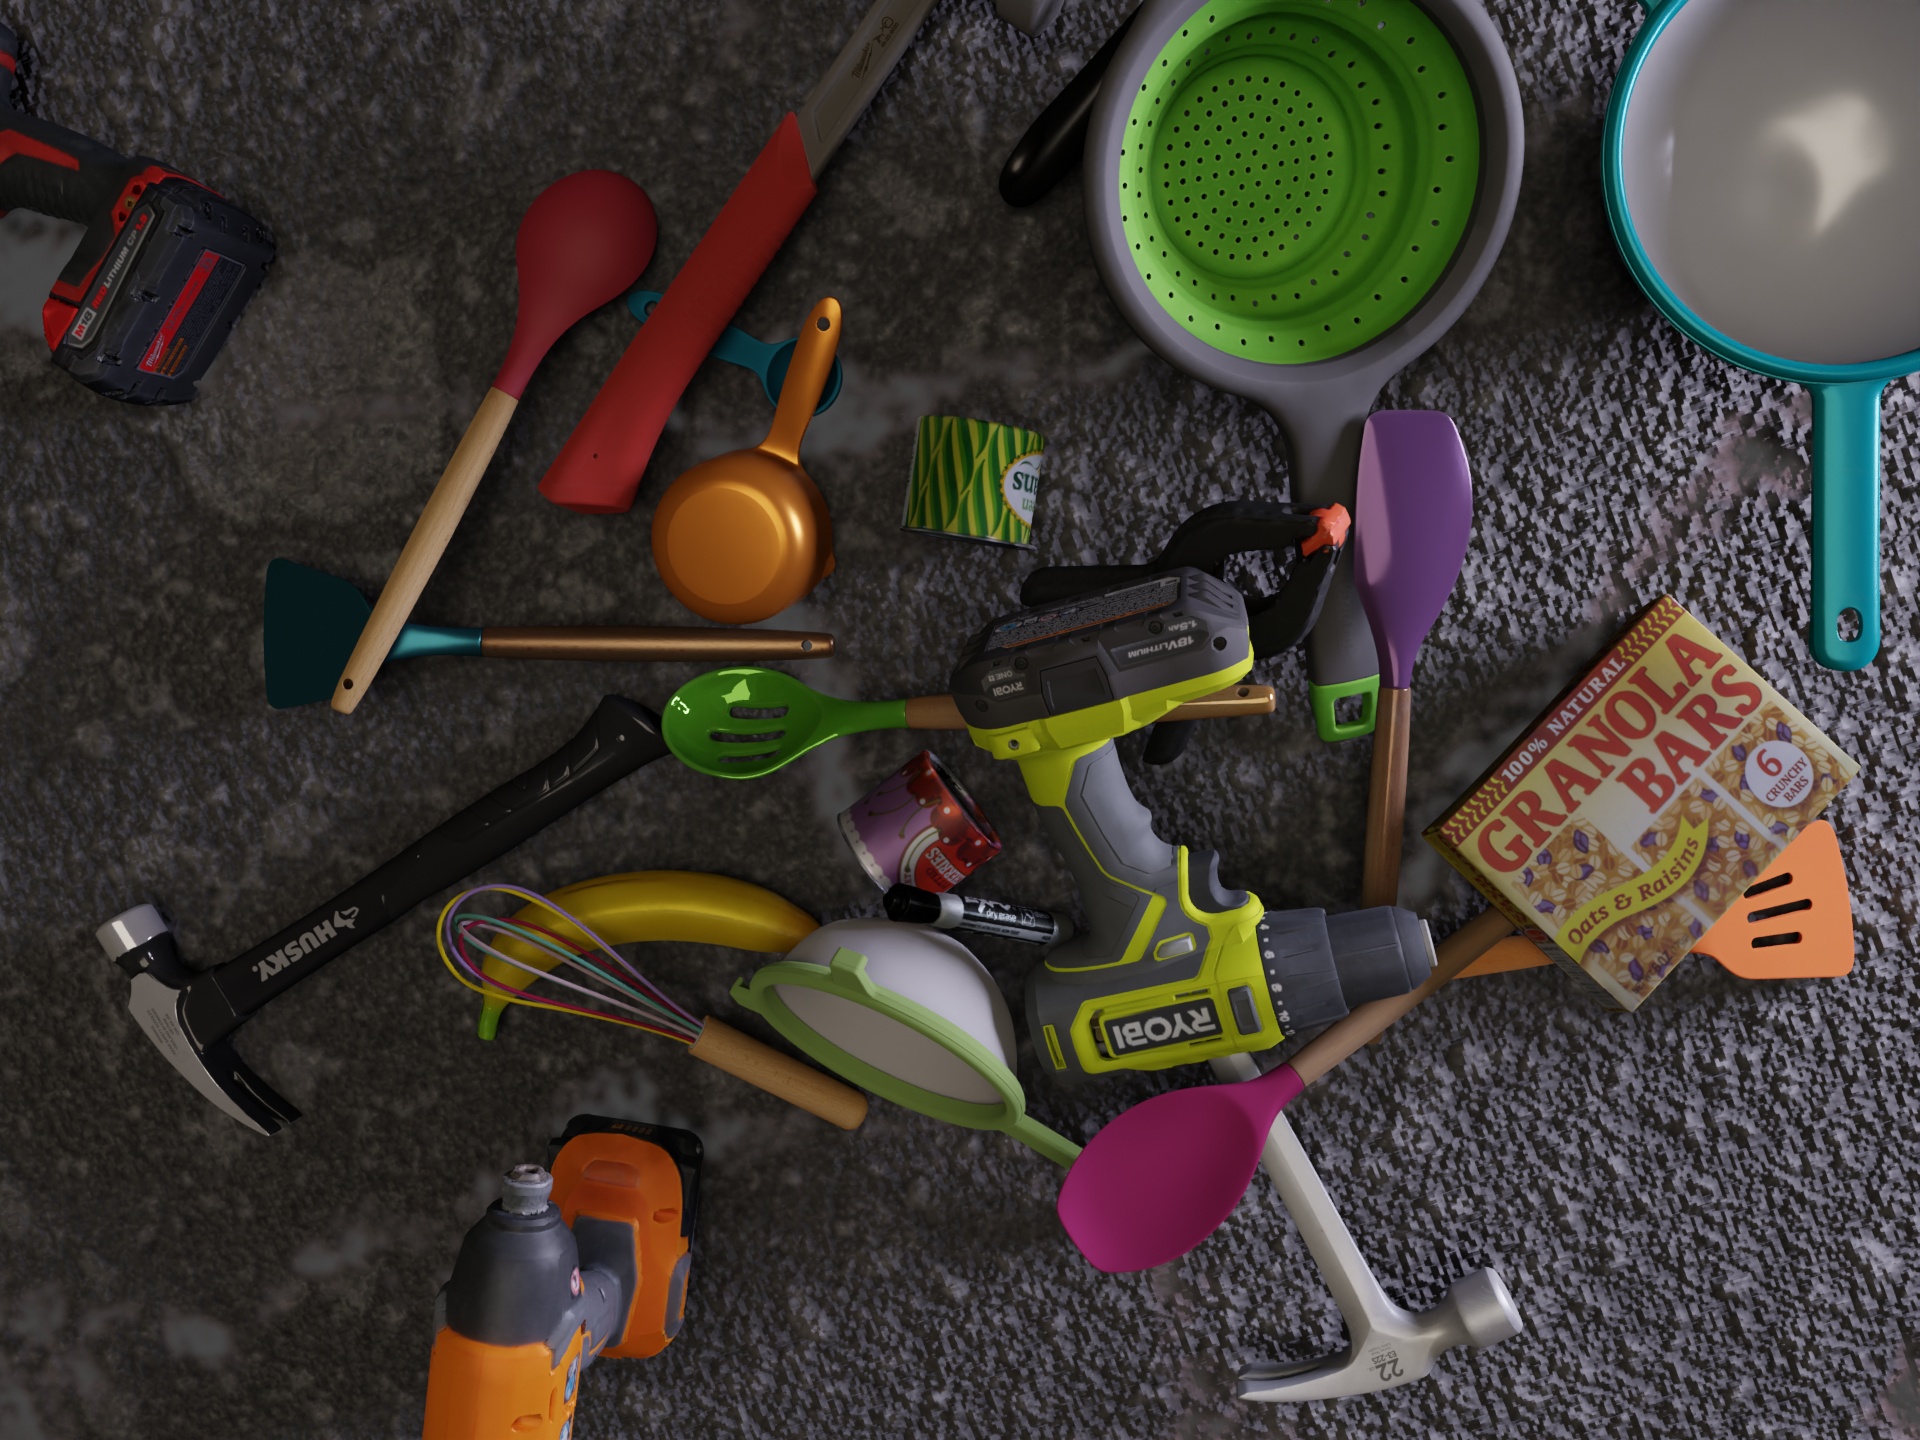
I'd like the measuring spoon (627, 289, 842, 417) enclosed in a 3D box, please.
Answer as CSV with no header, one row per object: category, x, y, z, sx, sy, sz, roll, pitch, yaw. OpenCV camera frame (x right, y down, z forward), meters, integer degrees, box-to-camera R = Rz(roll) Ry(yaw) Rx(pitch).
measuring spoon,-0.118,-0.195,0.835,0.129,0.021,0.042,26,94,12

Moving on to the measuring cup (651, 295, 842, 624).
measuring cup,-0.098,-0.129,0.799,0.095,0.052,0.173,24,109,3

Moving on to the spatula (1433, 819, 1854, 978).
spatula,0.293,0.117,0.818,0.322,0.041,0.081,-10,92,10

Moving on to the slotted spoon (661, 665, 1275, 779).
slotted spoon,-0.001,-0.003,0.799,0.314,0.031,0.070,-3,56,16

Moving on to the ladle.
ladle,-0.247,-0.146,0.819,0.069,0.031,0.315,27,89,3

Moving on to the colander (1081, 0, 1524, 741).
colander,0.163,-0.185,0.782,0.204,0.095,0.396,-12,111,-4

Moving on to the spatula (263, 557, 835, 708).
spatula,-0.224,-0.043,0.847,0.317,0.044,0.082,1,92,1

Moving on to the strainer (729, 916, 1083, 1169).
strainer,0.016,0.170,0.816,0.256,0.151,0.069,34,63,-16

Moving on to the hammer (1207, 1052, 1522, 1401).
hammer,0.122,0.157,0.813,0.144,0.035,0.405,-29,87,12

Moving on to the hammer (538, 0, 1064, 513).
hammer,-0.108,-0.262,0.805,0.149,0.036,0.359,37,95,9

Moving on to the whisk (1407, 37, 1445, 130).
whisk,0.191,-0.419,0.772,0.070,0.070,0.284,-24,97,6

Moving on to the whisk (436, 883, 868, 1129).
whisk,-0.157,0.156,0.825,0.245,0.047,0.051,30,133,-14

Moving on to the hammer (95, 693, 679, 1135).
hammer,-0.296,0.091,0.859,0.335,0.035,0.146,-32,90,6

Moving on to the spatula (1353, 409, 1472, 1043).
spatula,0.213,0.008,0.780,0.059,0.018,0.316,0,101,-9

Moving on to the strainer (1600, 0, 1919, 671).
strainer,0.403,-0.196,0.750,0.211,0.095,0.340,-2,96,8

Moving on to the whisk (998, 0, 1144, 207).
whisk,0.117,-0.360,0.750,0.073,0.073,0.295,45,116,0

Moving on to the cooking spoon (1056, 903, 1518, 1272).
cooking spoon,0.183,0.159,0.778,0.319,0.017,0.069,-34,76,-10

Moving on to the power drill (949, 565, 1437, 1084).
power drill,0.104,0.052,0.736,0.190,0.080,0.228,-15,107,13

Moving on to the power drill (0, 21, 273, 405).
power drill,-0.503,-0.253,0.833,0.227,0.080,0.188,34,96,5

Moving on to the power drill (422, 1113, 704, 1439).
power drill,-0.188,0.267,0.765,0.084,0.226,0.164,8,95,4
